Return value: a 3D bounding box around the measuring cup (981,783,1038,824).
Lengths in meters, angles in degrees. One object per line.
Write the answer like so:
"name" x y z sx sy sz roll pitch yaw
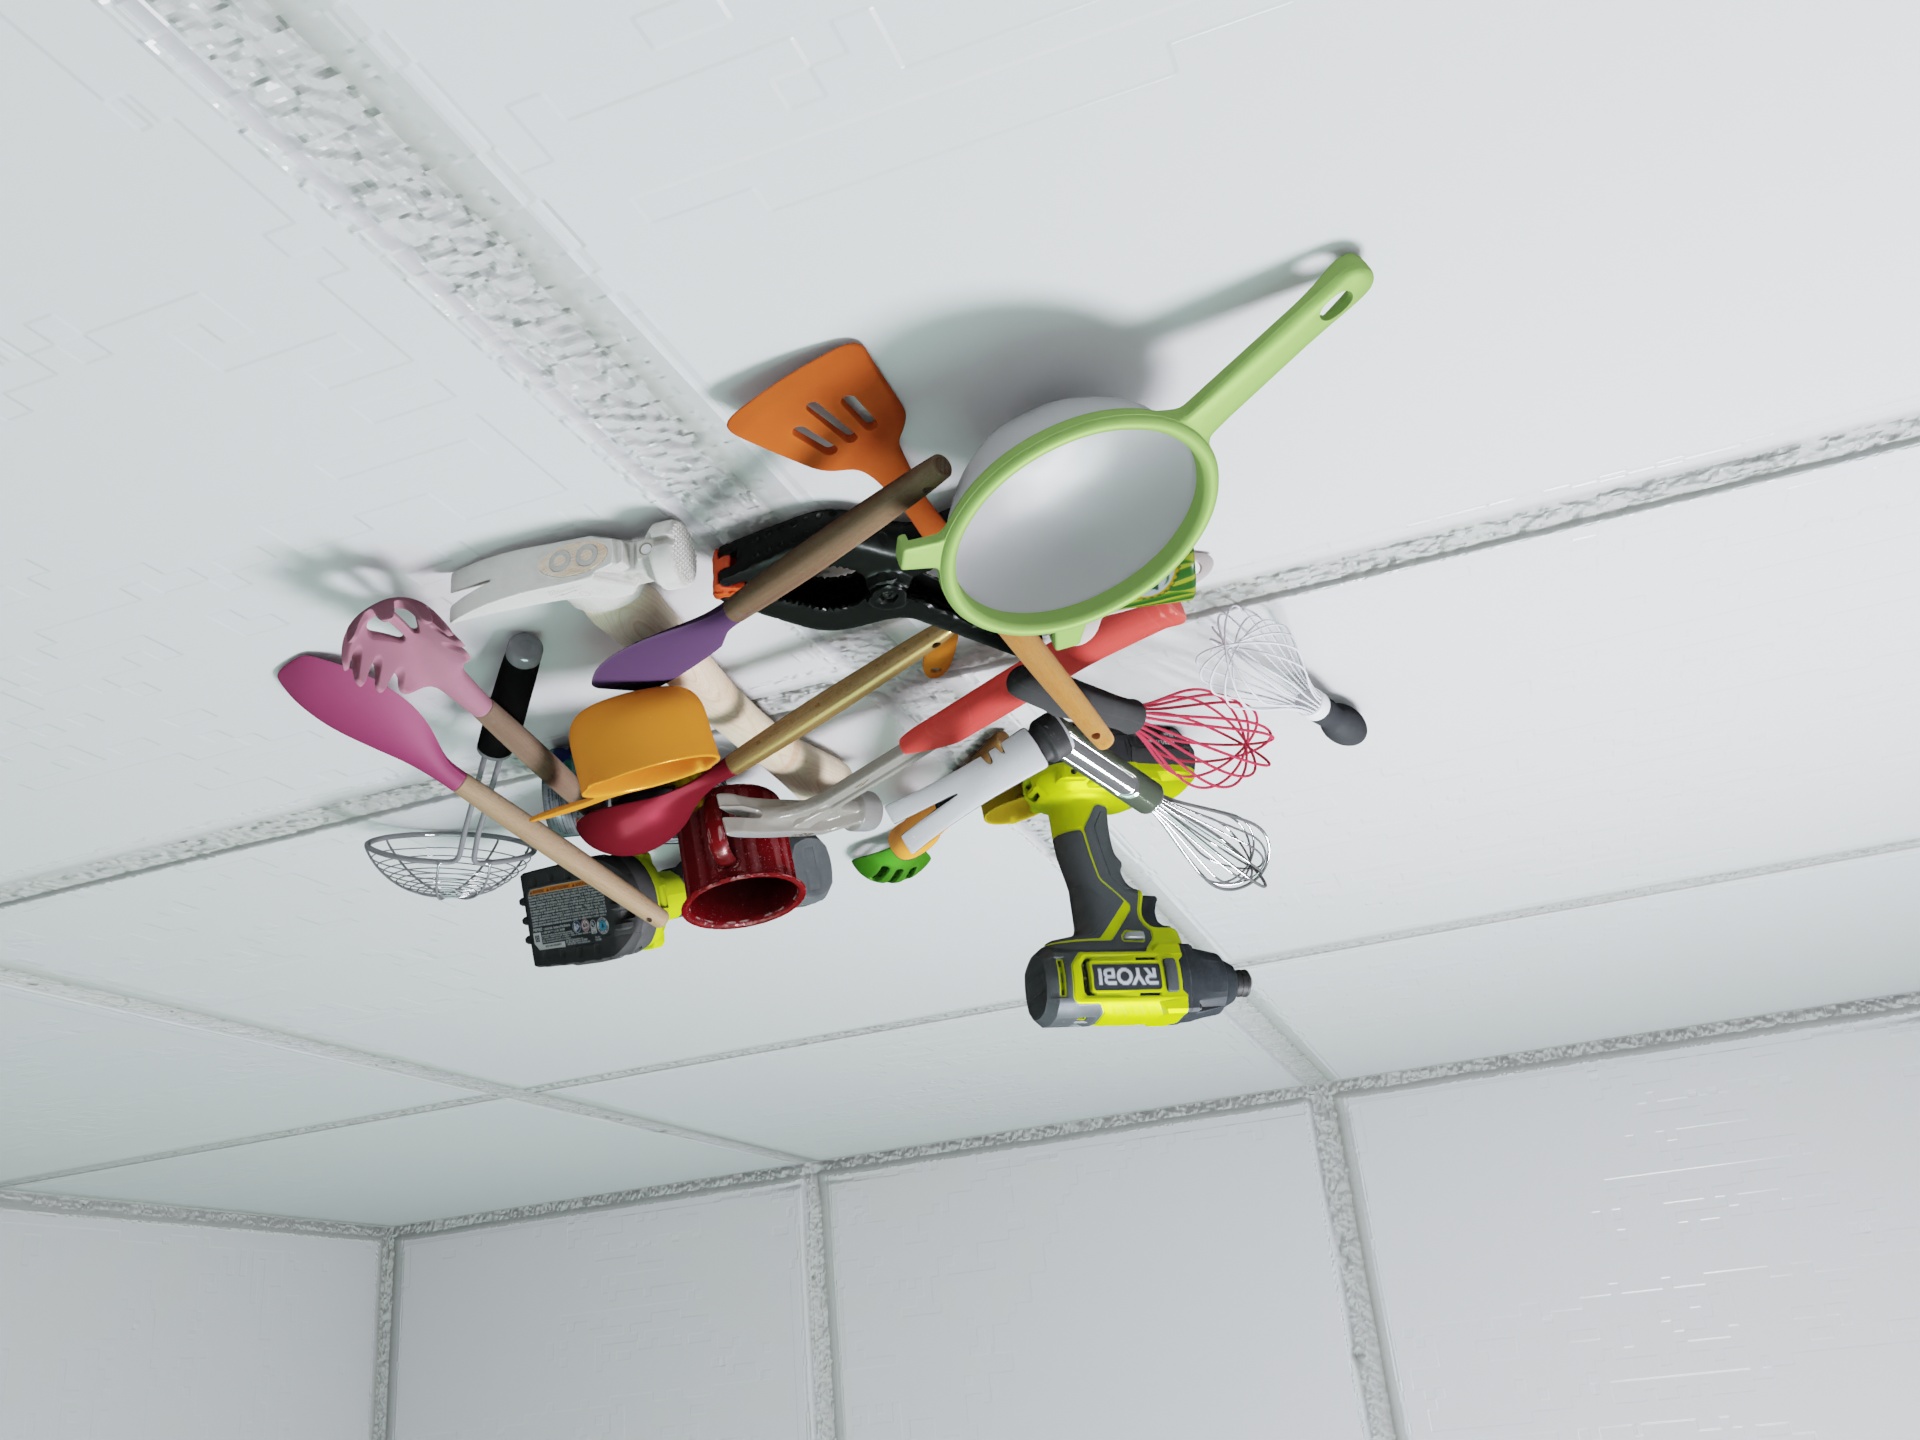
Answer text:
"measuring cup" 0.090 0.050 1.302 0.156 0.029 0.062 -14 158 -11

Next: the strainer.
"strainer" 0.087 -0.148 0.787 0.256 0.069 0.151 -41 143 21

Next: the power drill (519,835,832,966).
"power drill" -0.244 0.143 1.306 0.190 0.080 0.228 -13 176 35

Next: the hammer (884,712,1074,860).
"hammer" -0.017 0.069 1.148 0.127 0.034 0.337 -31 176 -16

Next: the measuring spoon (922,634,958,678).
"measuring spoon" -0.010 -0.051 1.048 0.021 0.011 0.116 -2 156 -9

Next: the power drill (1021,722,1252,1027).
"power drill" 0.128 0.120 1.209 0.171 0.223 0.080 2 156 -17

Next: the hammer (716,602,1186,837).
"hammer" -0.002 -0.003 1.074 0.359 0.037 0.149 -31 158 34

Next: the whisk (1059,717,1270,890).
"whisk" 0.140 0.060 1.129 0.246 0.059 0.058 33 105 -33

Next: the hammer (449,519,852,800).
"hammer" -0.173 -0.015 1.063 0.146 0.038 0.410 -10 157 12

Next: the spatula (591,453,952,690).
"spatula" -0.111 -0.070 0.867 0.059 0.018 0.316 4 158 -42

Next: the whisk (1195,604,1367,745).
"whisk" 0.240 -0.018 1.132 0.070 0.070 0.284 -18 159 26

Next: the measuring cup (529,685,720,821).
"measuring cup" -0.229 0.023 1.014 0.173 0.052 0.095 -20 172 39

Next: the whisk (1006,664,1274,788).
"whisk" 0.123 0.001 1.056 0.073 0.073 0.295 -23 157 34

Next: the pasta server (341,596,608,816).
"pasta server" -0.286 0.010 1.004 0.060 0.040 0.315 -29 147 0

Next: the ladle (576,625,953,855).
"ladle" -0.131 0.017 1.055 0.315 0.031 0.069 -31 149 20

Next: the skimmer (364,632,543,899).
"skimmer" -0.344 0.029 1.134 0.127 0.090 0.363 3 145 -25

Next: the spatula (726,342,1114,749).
"spatula" 0.001 -0.079 0.868 0.081 0.041 0.322 -27 128 19

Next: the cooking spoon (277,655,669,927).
"cooking spoon" -0.318 0.056 1.075 0.069 0.017 0.318 -26 128 34

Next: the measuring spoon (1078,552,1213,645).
"measuring spoon" 0.106 -0.078 0.950 0.124 0.034 0.018 -23 -178 -25

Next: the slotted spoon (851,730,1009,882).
"slotted spoon" -0.022 0.079 1.331 0.070 0.031 0.313 3 154 -21
